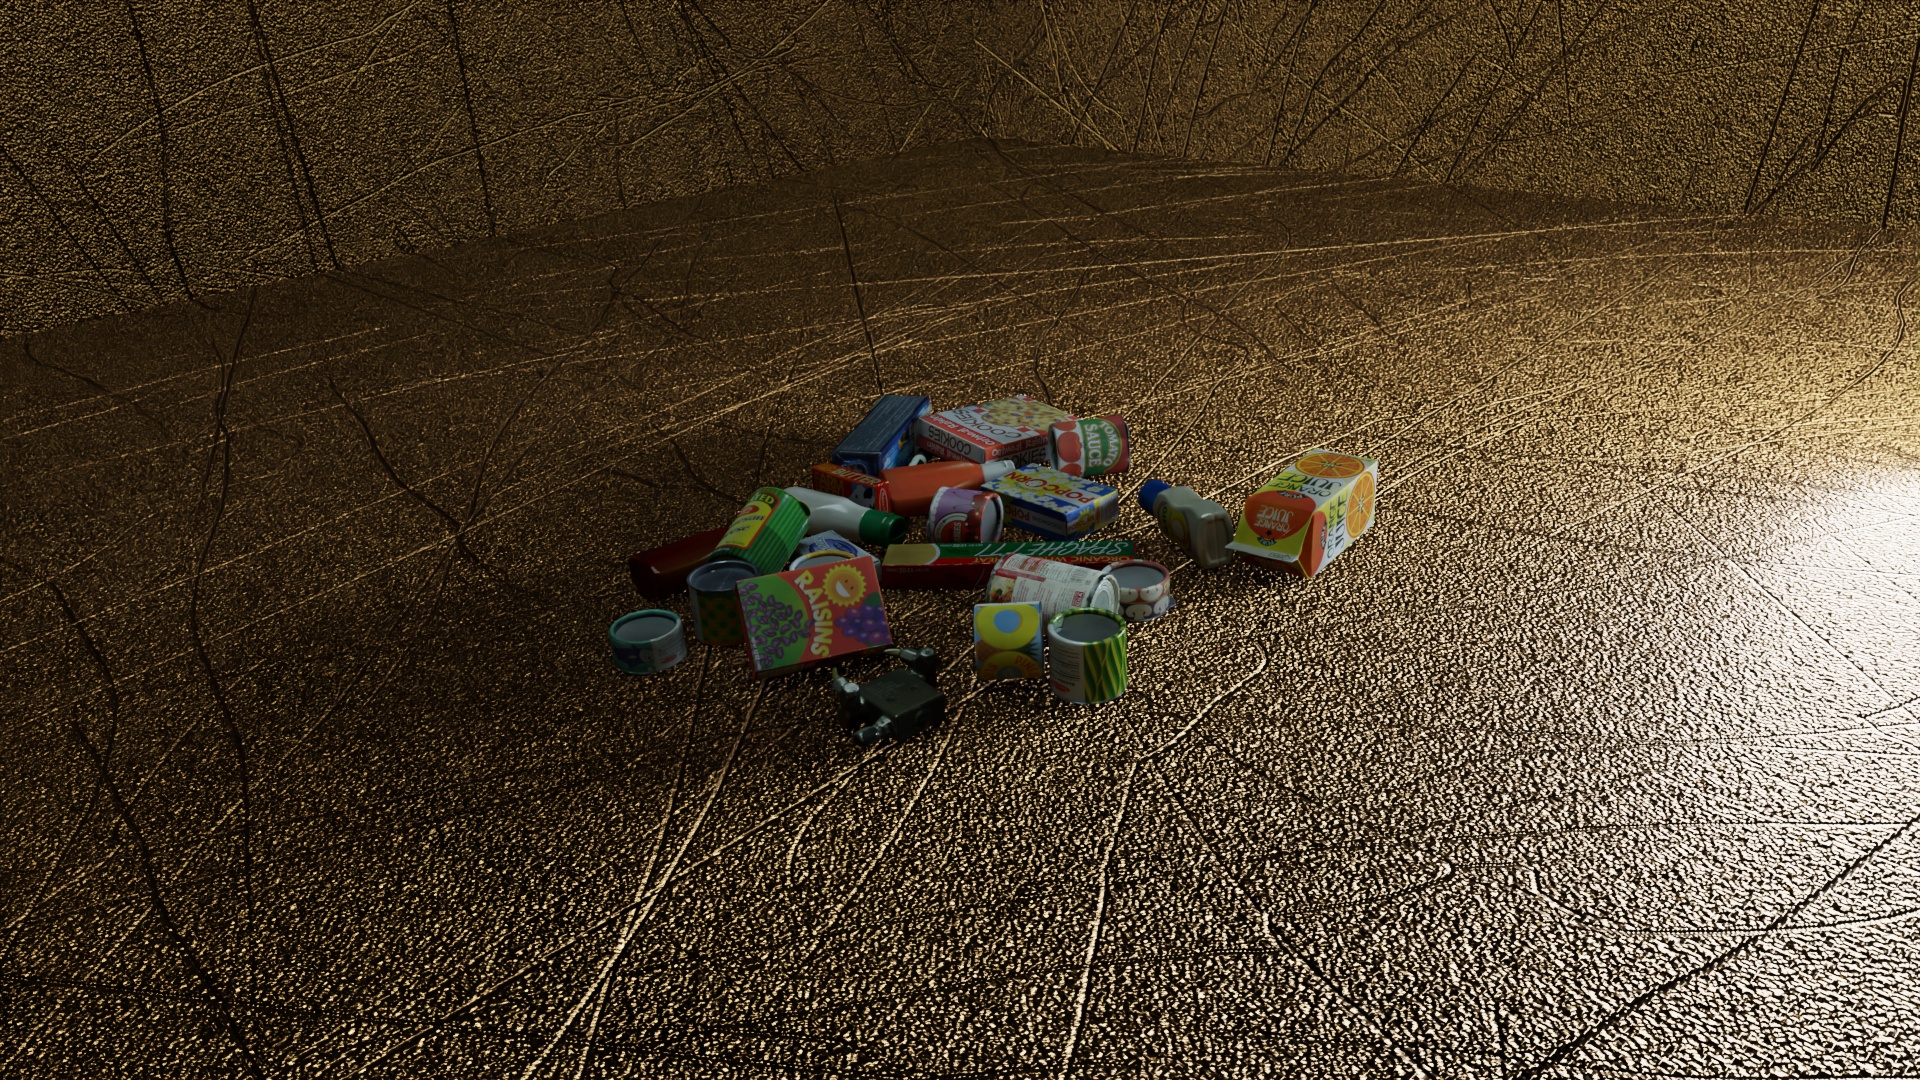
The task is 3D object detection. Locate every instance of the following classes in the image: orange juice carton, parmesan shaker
[{"bbox_3d":[0.337,-0.022,1.366,0.072,0.072,0.193,15,31,36],"label":"orange juice carton"},{"bbox_3d":[-0.197,0.004,1.364,0.071,0.071,0.103,6,41,20],"label":"parmesan shaker"}]

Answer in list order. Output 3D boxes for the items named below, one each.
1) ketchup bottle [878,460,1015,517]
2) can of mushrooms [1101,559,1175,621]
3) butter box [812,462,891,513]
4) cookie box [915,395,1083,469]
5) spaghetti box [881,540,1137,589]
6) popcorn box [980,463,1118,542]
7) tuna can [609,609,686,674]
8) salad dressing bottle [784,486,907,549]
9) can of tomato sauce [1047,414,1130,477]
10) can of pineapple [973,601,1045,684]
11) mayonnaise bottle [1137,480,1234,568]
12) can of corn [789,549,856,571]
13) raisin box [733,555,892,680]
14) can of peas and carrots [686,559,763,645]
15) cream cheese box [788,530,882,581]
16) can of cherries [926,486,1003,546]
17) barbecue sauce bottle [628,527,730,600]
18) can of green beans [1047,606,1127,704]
[{"bbox_3d":[-0.013,-0.061,1.536,0.149,0.043,0.065,-9,40,-12],"label":"ketchup bottle"},{"bbox_3d":[0.164,0.045,1.292,0.071,0.033,0.071,-3,24,2],"label":"can of mushrooms"},{"bbox_3d":[-0.120,-0.049,1.515,0.103,0.053,0.024,19,31,40],"label":"butter box"},{"bbox_3d":[0.050,-0.125,1.654,0.168,0.040,0.123,-17,31,-37],"label":"cookie box"},{"bbox_3d":[0.049,0.024,1.360,0.250,0.028,0.050,-1,25,7],"label":"spaghetti box"},{"bbox_3d":[0.094,-0.040,1.482,0.085,0.038,0.127,-25,32,-38],"label":"popcorn box"},{"bbox_3d":[-0.285,0.091,1.259,0.071,0.032,0.071,-3,25,1],"label":"tuna can"},{"bbox_3d":[-0.126,-0.022,1.471,0.148,0.043,0.064,13,23,31],"label":"salad dressing bottle"},{"bbox_3d":[0.146,-0.106,1.583,0.083,0.071,0.071,-7,25,-5],"label":"can of tomato sauce"},{"bbox_3d":[0.042,0.087,1.182,0.058,0.070,0.071,-3,24,4],"label":"can of pineapple"},{"bbox_3d":[0.225,-0.023,1.403,0.041,0.064,0.148,-14,22,-13],"label":"mayonnaise bottle"},{"bbox_3d":[-0.122,0.048,1.298,0.071,0.058,0.071,-3,25,2],"label":"can of corn"},{"bbox_3d":[-0.130,0.068,1.223,0.123,0.086,0.040,-11,-15,-15],"label":"raisin box"},{"bbox_3d":[-0.215,0.058,1.290,0.071,0.058,0.071,-3,25,1],"label":"can of peas and carrots"},{"bbox_3d":[-0.127,0.021,1.397,0.053,0.024,0.104,-20,29,-28],"label":"cream cheese box"},{"bbox_3d":[0.005,-0.018,1.415,0.058,0.071,0.072,8,27,21],"label":"can of cherries"},{"bbox_3d":[-0.256,0.015,1.407,0.149,0.043,0.065,-21,30,-34],"label":"barbecue sauce bottle"},{"bbox_3d":[0.106,0.095,1.162,0.071,0.057,0.071,-3,24,1],"label":"can of green beans"}]
